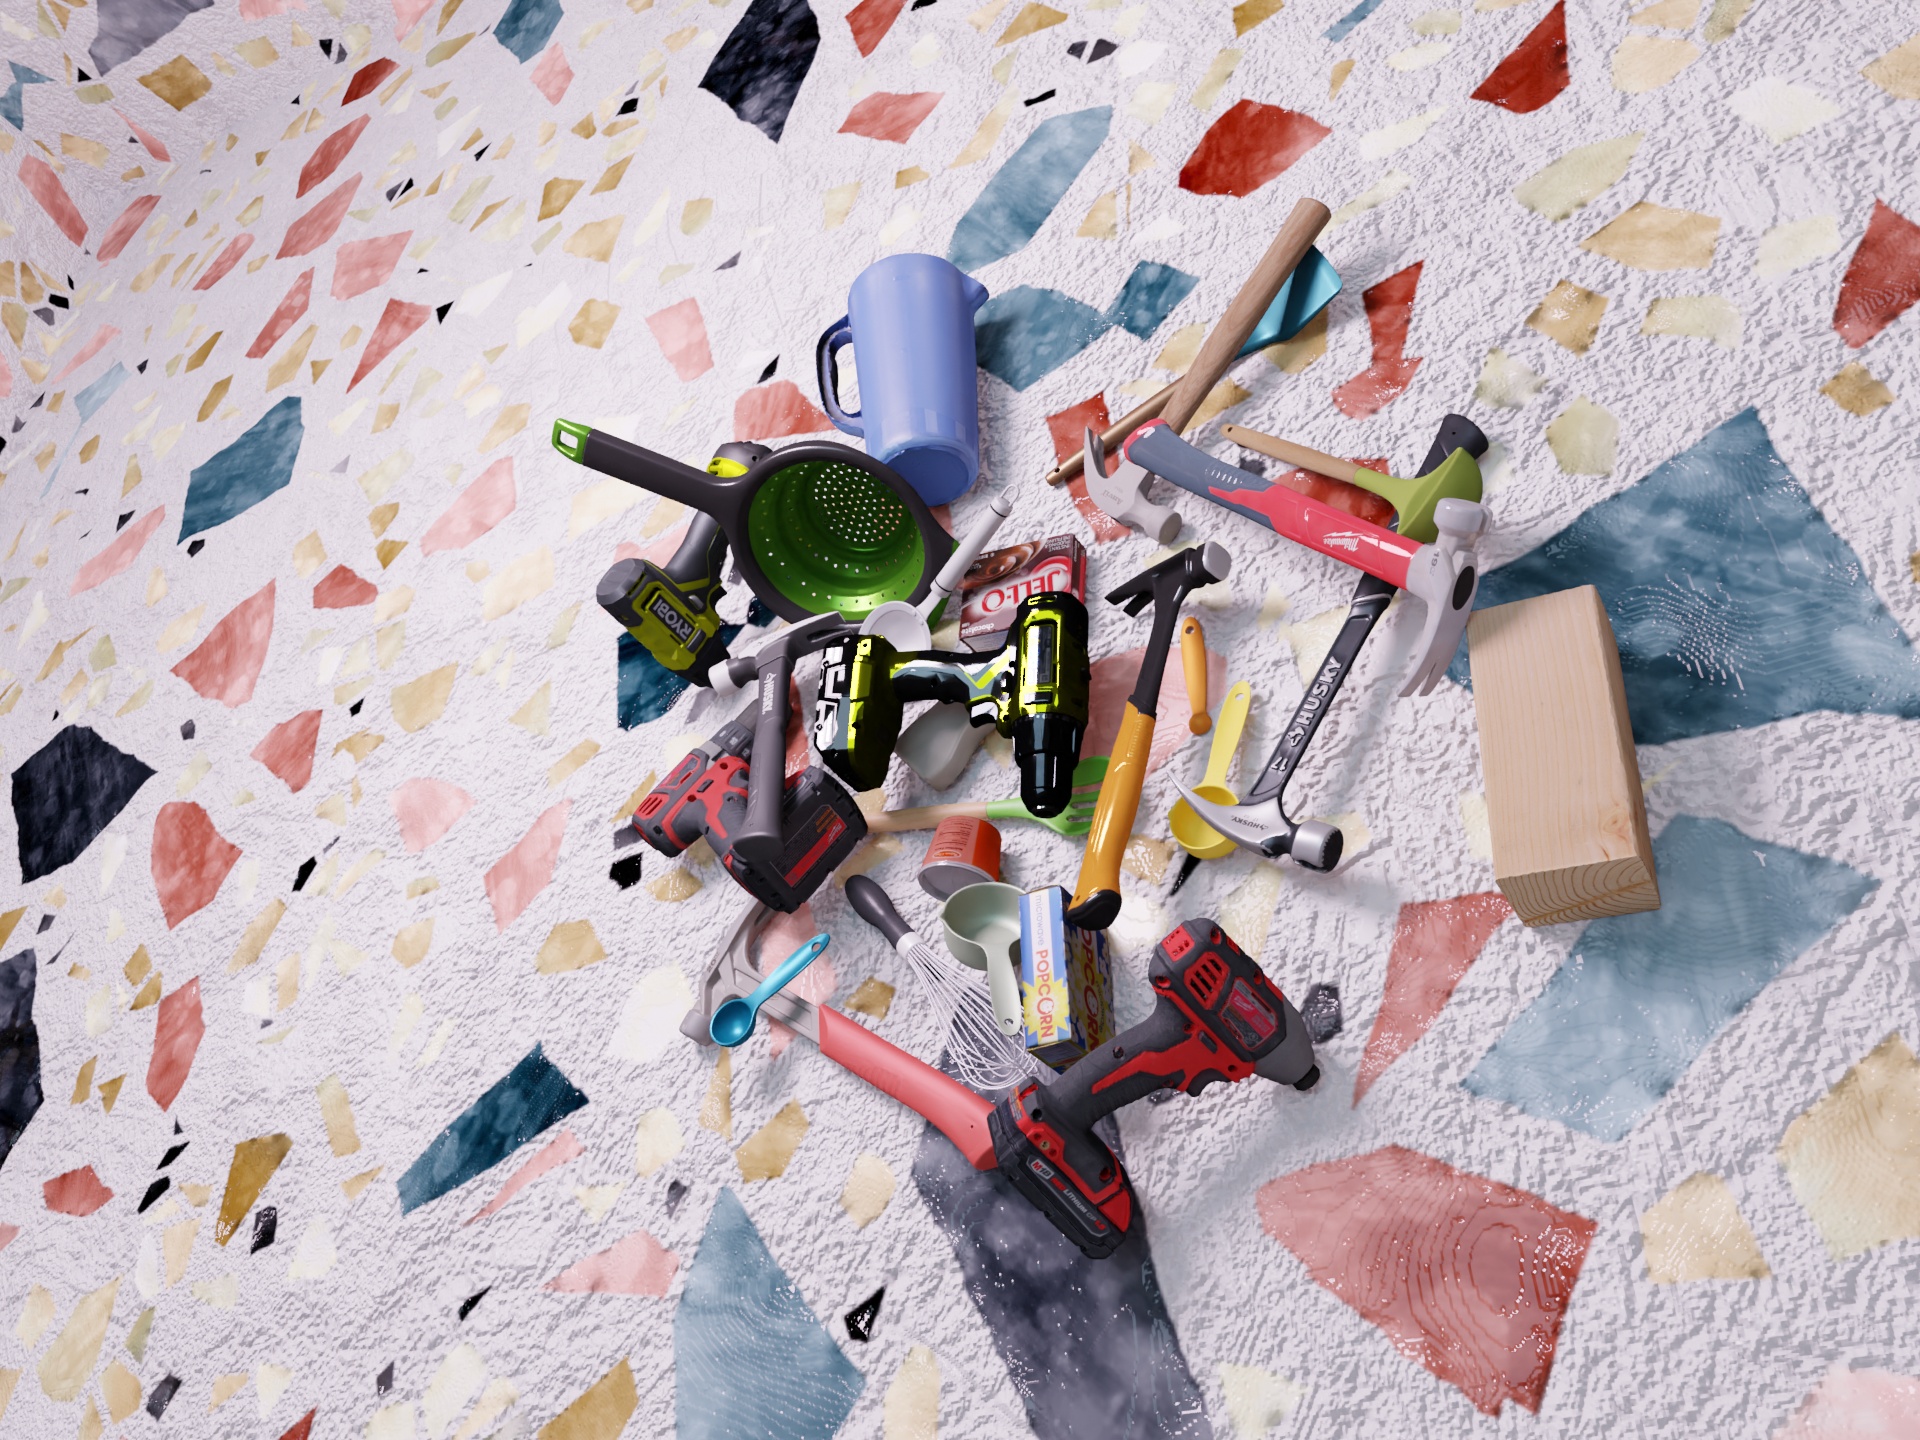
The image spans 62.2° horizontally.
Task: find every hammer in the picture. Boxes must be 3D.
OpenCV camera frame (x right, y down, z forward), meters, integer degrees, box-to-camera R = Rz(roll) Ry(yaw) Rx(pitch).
[{"bbox_3d":[-0.082,0.258,1.296,0.359,0.036,0.149,20,74,41],"label":"hammer"},{"bbox_3d":[0.224,-0.322,1.422,0.130,0.031,0.331,35,93,36],"label":"hammer"},{"bbox_3d":[0.305,-0.075,1.231,0.149,0.036,0.409,17,68,39],"label":"hammer"},{"bbox_3d":[0.248,-0.151,1.250,0.387,0.038,0.143,38,123,51],"label":"hammer"},{"bbox_3d":[0.132,0.012,1.253,0.127,0.034,0.337,-26,39,50],"label":"hammer"},{"bbox_3d":[-0.162,0.012,1.393,0.146,0.035,0.335,-26,30,12],"label":"hammer"}]

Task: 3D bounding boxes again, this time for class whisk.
[{"bbox_3d":[-0.023,0.201,1.280,0.070,0.070,0.285,-48,43,-1],"label":"whisk"}]

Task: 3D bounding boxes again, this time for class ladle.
[{"bbox_3d":[0.300,-0.210,1.287,0.078,0.062,0.320,-55,34,3],"label":"ladle"}]

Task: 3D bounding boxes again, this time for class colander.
[{"bbox_3d":[-0.184,-0.214,1.497,0.397,0.204,0.095,21,38,-1],"label":"colander"}]

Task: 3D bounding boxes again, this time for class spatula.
[{"bbox_3d":[0.205,-0.318,1.464,0.317,0.044,0.082,-35,57,12],"label":"spatula"}]

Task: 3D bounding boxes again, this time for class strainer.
[{"bbox_3d":[-0.019,-0.113,1.442,0.087,0.050,0.258,53,122,24],"label":"strainer"}]

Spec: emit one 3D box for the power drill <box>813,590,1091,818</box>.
[{"bbox_3d":[-0.002,-0.004,1.333,0.228,0.080,0.191,-6,63,20],"label":"power drill"}]

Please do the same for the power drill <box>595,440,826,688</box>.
[{"bbox_3d":[-0.237,-0.151,1.580,0.080,0.171,0.223,9,59,49],"label":"power drill"}]

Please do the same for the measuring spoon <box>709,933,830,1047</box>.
[{"bbox_3d":[-0.155,0.228,1.334,0.128,0.021,0.042,-42,44,-8],"label":"measuring spoon"}]

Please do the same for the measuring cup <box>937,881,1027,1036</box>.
[{"bbox_3d":[0.028,0.190,1.216,0.083,0.038,0.168,-4,35,-4],"label":"measuring cup"}]

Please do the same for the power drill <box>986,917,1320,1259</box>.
[{"bbox_3d":[0.136,0.255,1.094,0.219,0.143,0.078,-44,11,3],"label":"power drill"}]

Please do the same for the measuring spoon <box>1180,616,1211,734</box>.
[{"bbox_3d":[0.193,-0.040,1.317,0.021,0.011,0.117,-17,54,24],"label":"measuring spoon"}]

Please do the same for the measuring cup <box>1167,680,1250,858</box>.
[{"bbox_3d":[0.208,0.039,1.251,0.062,0.029,0.157,2,57,32],"label":"measuring cup"}]

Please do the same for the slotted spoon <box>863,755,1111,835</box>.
[{"bbox_3d":[0.004,0.078,1.359,0.314,0.031,0.070,-9,57,32],"label":"slotted spoon"}]

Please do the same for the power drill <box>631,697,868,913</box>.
[{"bbox_3d":[-0.181,0.065,1.441,0.188,0.080,0.227,-48,37,-17],"label":"power drill"}]
